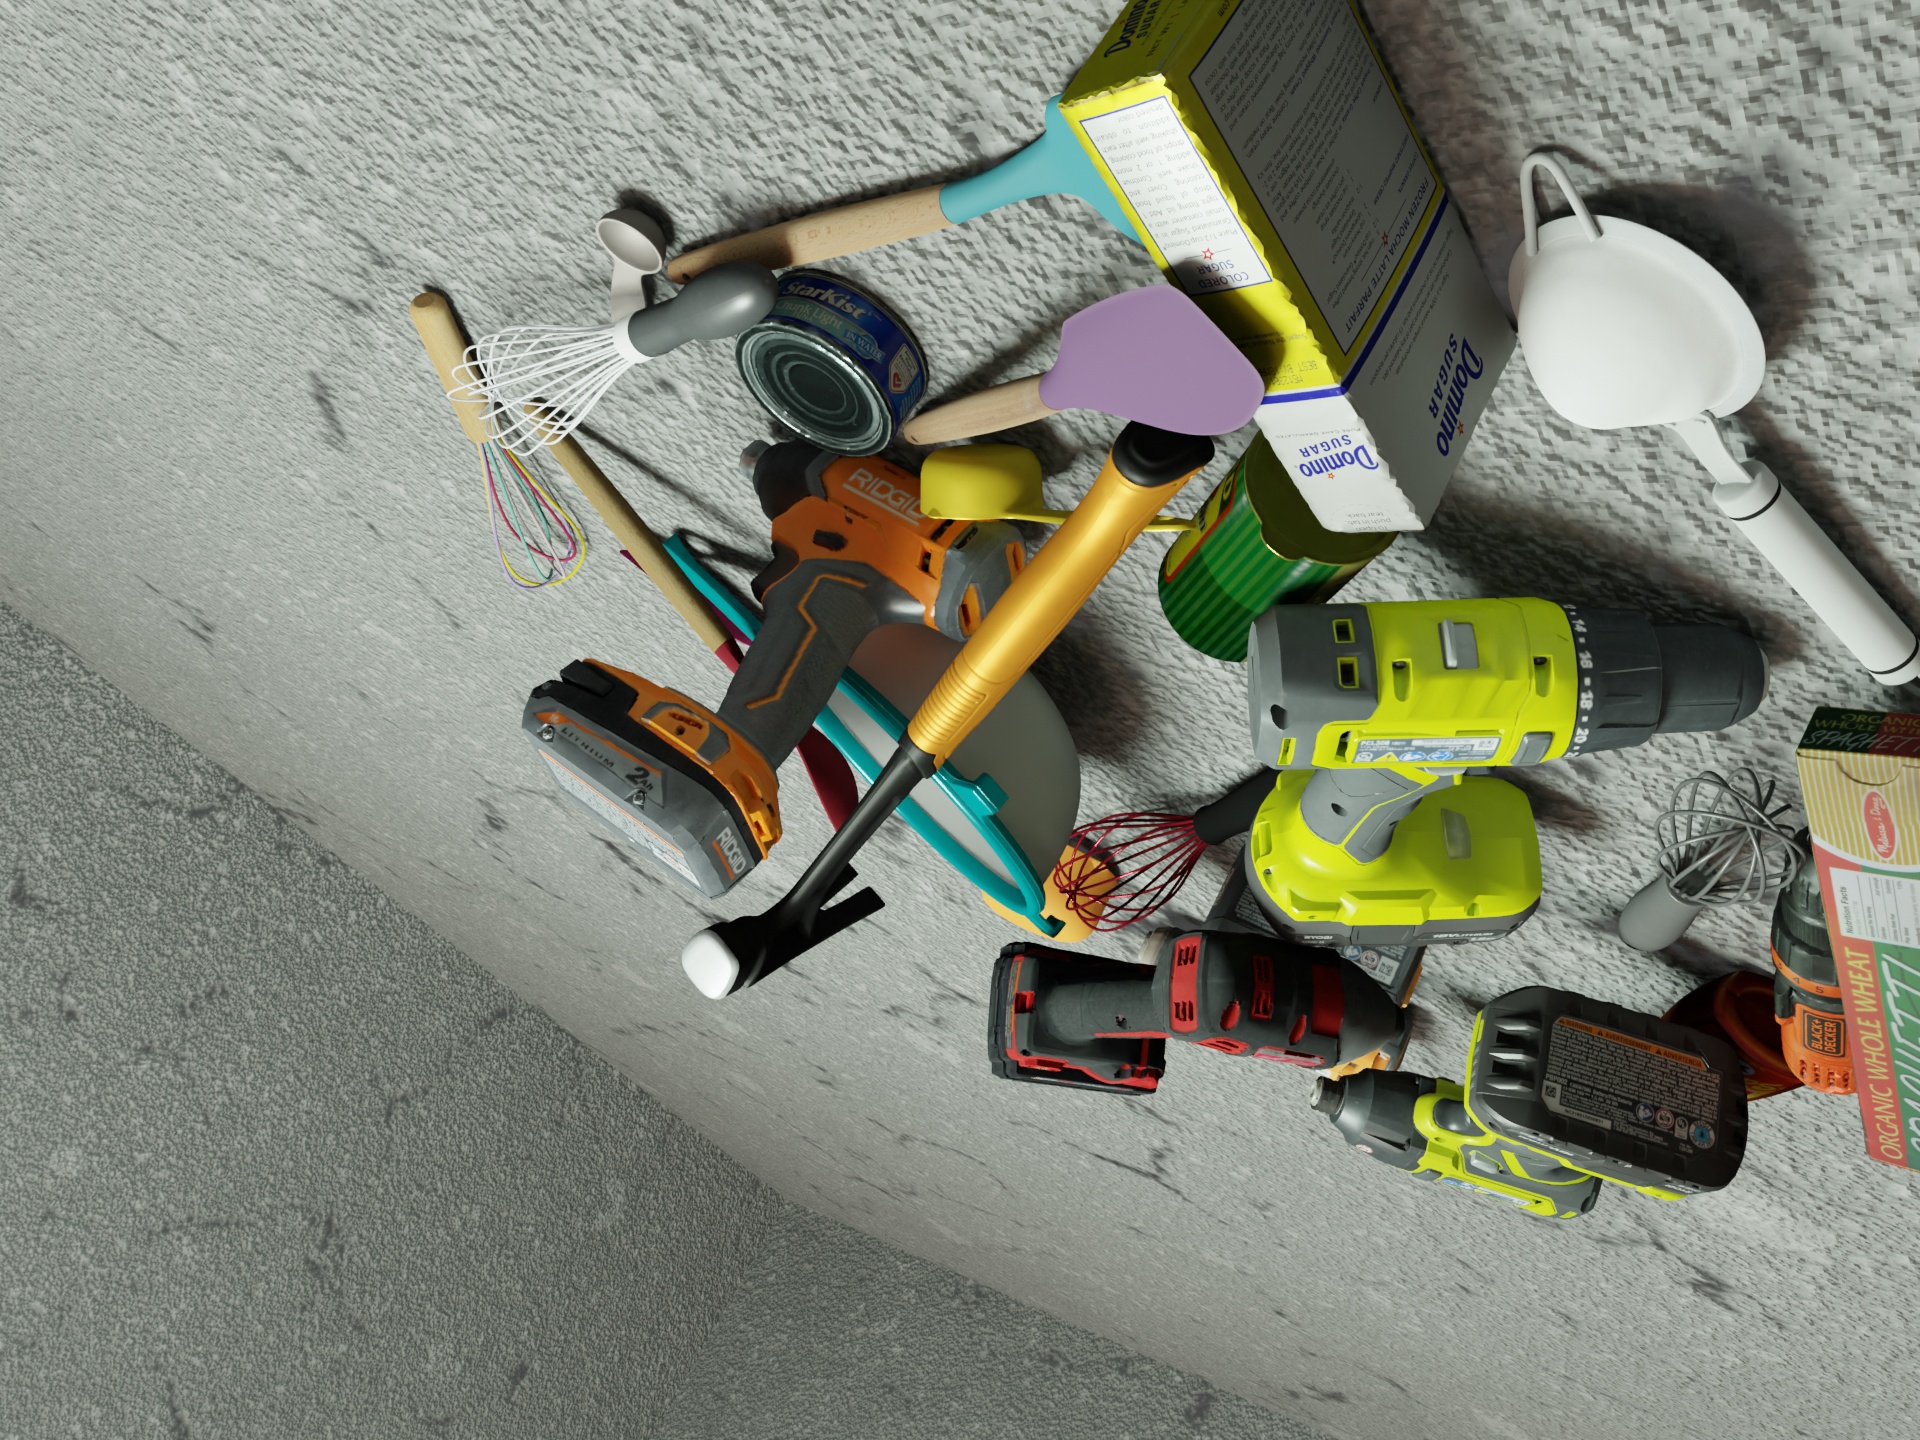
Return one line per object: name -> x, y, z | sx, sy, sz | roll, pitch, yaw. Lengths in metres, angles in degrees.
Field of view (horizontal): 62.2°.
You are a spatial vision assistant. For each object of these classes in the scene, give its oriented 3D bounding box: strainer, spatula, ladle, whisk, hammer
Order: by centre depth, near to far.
strainer -> 0.255, -0.080, 0.526 | 0.258, 0.050, 0.087 | 37, 171, -22
spatula -> 0.029, -0.122, 0.609 | 0.059, 0.018, 0.316 | 42, 172, -18
spatula -> -0.027, -0.192, 0.622 | 0.318, 0.044, 0.082 | 5, 148, 46
hammer -> -0.001, -0.002, 0.688 | 0.034, 0.127, 0.336 | 47, 124, 13
whisk -> 0.319, 0.072, 0.702 | 0.055, 0.055, 0.238 | 22, 167, 19
whisk -> -0.170, -0.180, 0.771 | 0.285, 0.070, 0.070 | -2, 141, 50
strainer -> -0.044, -0.034, 0.915 | 0.341, 0.095, 0.210 | 42, 169, 29
ladle -> -0.153, -0.063, 0.920 | 0.315, 0.031, 0.069 | 51, 177, 4
whisk -> 0.135, 0.067, 0.923 | 0.073, 0.073, 0.296 | 35, 150, -10
whisk -> -0.282, -0.165, 0.978 | 0.047, 0.051, 0.244 | 3, 146, 8

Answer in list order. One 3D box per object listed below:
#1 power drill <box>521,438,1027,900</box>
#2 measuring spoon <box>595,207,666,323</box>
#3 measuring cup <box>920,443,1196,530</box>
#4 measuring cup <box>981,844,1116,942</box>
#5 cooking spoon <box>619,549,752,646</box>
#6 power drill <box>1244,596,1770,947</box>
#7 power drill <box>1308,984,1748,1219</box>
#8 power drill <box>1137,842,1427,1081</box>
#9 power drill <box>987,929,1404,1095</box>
power drill -> -0.097, -0.043, 0.763 | 0.164, 0.226, 0.084 | 31, 157, 25
measuring spoon -> -0.157, -0.213, 0.772 | 0.034, 0.018, 0.124 | 29, 163, -4
measuring cup -> 0.041, -0.101, 0.689 | 0.157, 0.062, 0.029 | 15, 114, 48
measuring cup -> 0.029, 0.097, 1.072 | 0.173, 0.052, 0.095 | 34, 161, -32
cooking spoon -> -0.083, -0.023, 1.035 | 0.318, 0.017, 0.069 | 33, -176, -10
power drill -> 0.215, 0.022, 0.683 | 0.190, 0.080, 0.228 | -1, 152, 4
power drill -> 0.301, 0.216, 0.870 | 0.171, 0.080, 0.223 | 17, 156, -1
power drill -> 0.196, 0.153, 0.998 | 0.185, 0.084, 0.226 | 23, 159, 19
power drill -> 0.123, 0.157, 0.858 | 0.143, 0.079, 0.219 | 14, 161, -29
